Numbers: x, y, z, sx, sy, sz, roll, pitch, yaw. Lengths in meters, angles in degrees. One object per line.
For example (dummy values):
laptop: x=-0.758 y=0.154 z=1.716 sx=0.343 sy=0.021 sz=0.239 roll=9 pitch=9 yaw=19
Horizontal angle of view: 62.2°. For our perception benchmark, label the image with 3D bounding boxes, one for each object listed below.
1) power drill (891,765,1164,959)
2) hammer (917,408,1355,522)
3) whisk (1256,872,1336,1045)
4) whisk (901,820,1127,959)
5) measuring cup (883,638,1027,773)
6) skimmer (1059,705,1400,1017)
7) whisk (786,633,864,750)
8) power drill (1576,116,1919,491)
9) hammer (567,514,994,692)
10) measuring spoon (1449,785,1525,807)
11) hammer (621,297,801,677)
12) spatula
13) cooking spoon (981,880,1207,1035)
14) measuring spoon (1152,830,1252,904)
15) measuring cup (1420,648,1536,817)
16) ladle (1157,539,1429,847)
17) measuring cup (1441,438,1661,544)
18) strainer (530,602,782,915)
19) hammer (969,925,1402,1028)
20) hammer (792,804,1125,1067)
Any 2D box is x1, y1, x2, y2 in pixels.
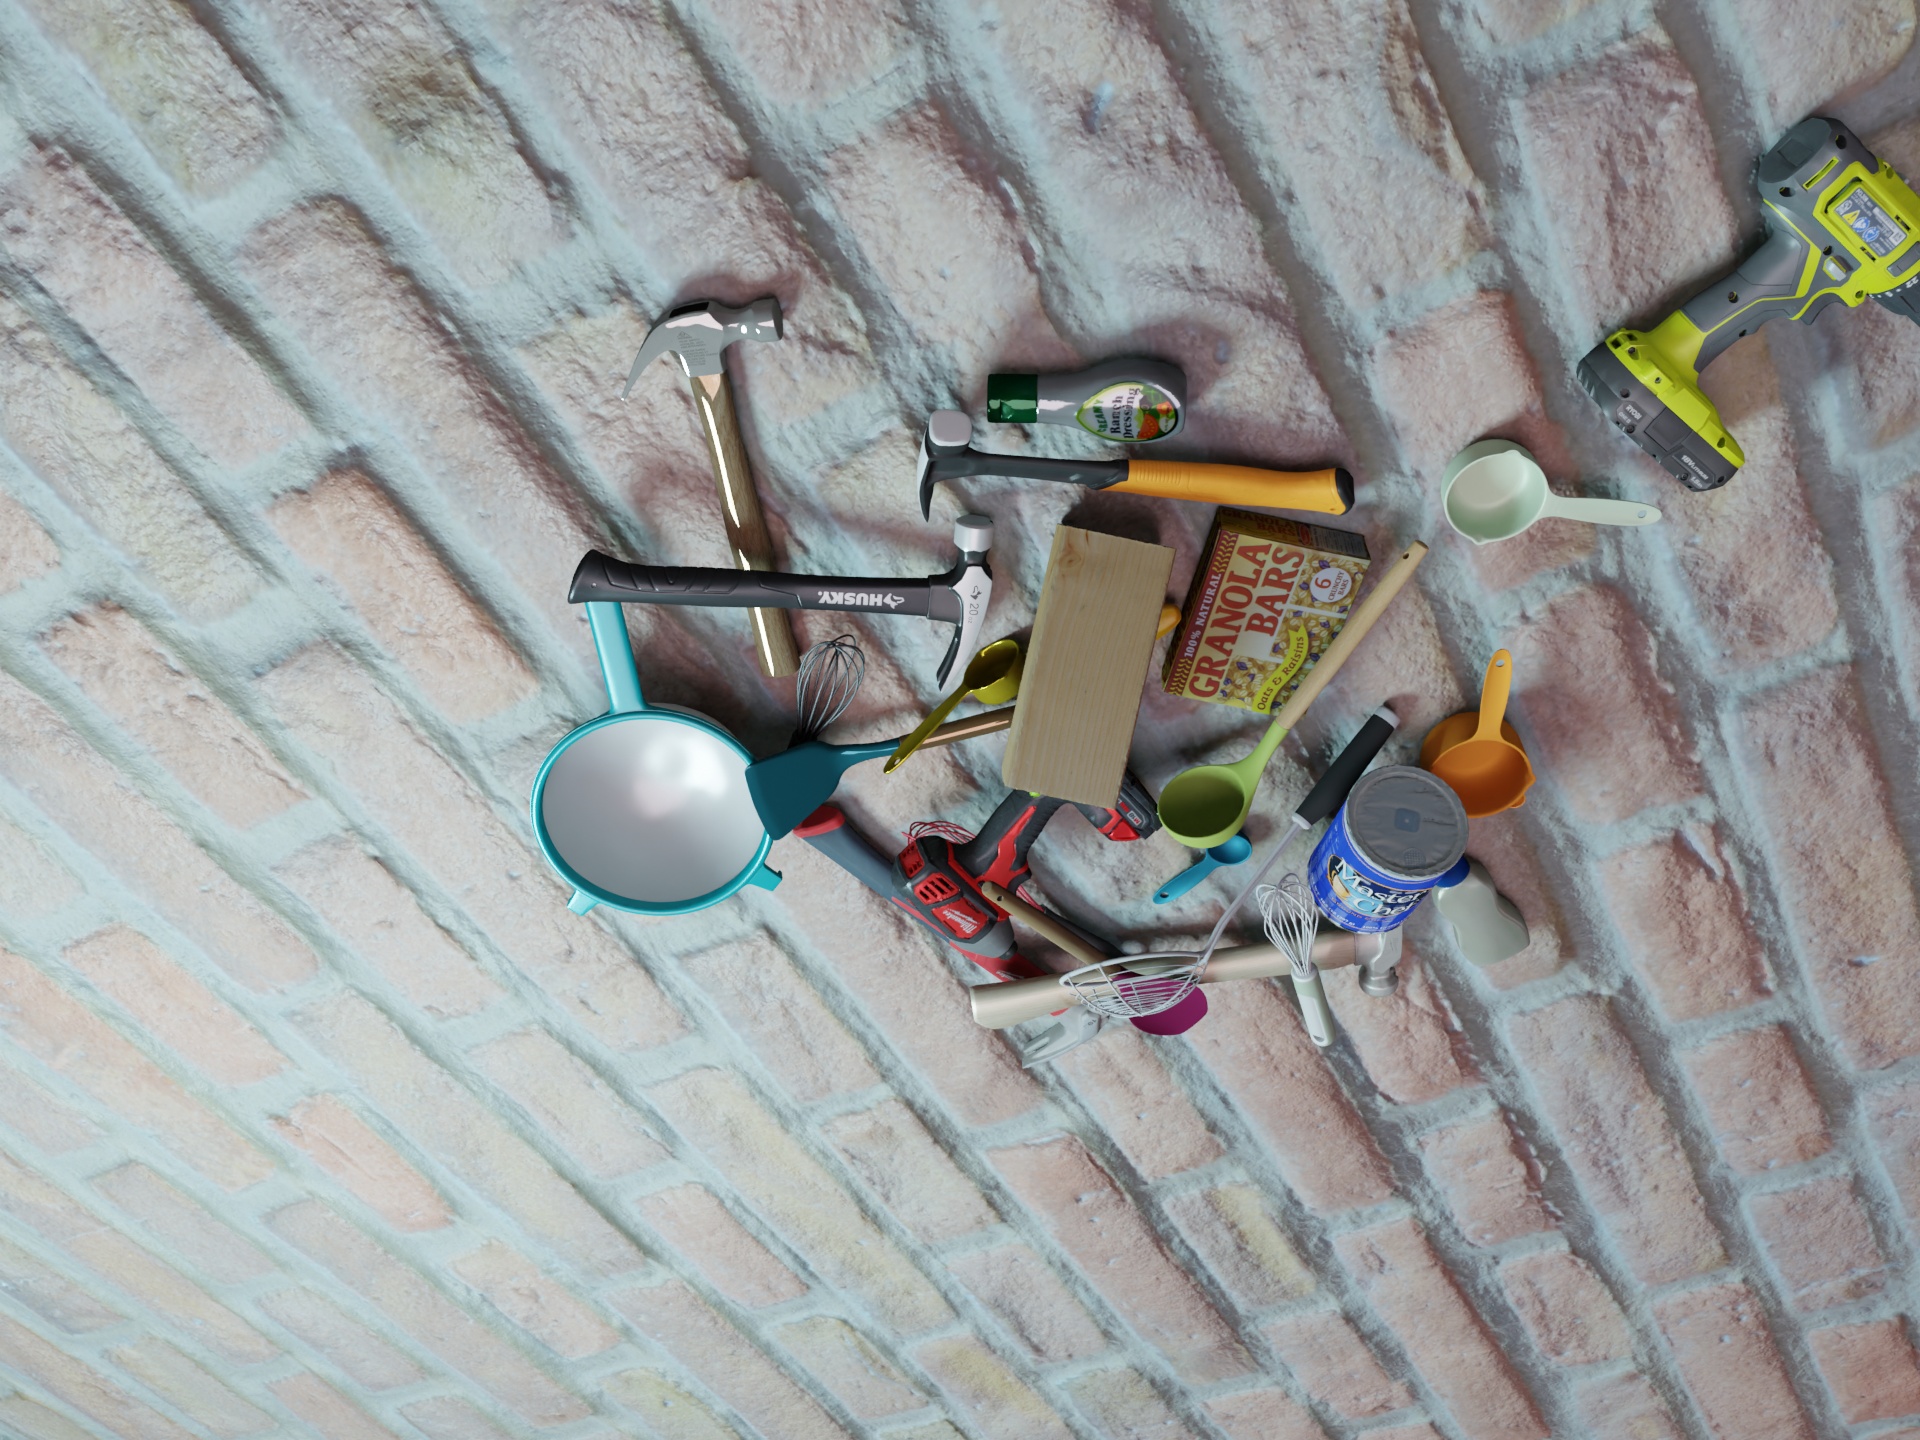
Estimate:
power drill: x=0.061 y=0.112 z=1.393 sx=0.219 sy=0.079 sz=0.143 roll=-40 pitch=117 yaw=6
hammer: x=0.135 y=-0.182 z=1.218 sx=0.337 sy=0.034 sz=0.127 roll=4 pitch=161 yaw=-6
whisk: x=0.314 y=0.226 z=1.461 sx=0.058 sy=0.059 sz=0.246 roll=13 pitch=143 yaw=35
whisk: x=0.059 y=0.176 z=1.499 sx=0.295 sy=0.073 sz=0.073 roll=33 pitch=123 yaw=-26
measuring cup: x=-0.002 y=-0.004 z=1.339 sx=0.156 sy=0.062 sz=0.029 roll=-45 pitch=121 yaw=1
skimmer: x=0.233 y=0.117 z=1.374 sx=0.363 sy=0.090 sz=0.127 roll=-51 pitch=155 yaw=0
whisk: x=-0.136 y=0.014 z=1.402 sx=0.055 sy=0.055 sz=0.238 roll=18 pitch=131 yaw=-9
power drill: x=0.572 y=-0.274 z=1.110 sx=0.190 sy=0.080 sz=0.228 roll=33 pitch=120 yaw=-19
hammer: x=-0.143 y=-0.099 z=1.274 sx=0.334 sy=0.035 sz=0.146 roll=2 pitch=117 yaw=-9
measuring spoon: x=0.443 y=0.065 z=1.418 sx=0.117 sy=0.011 sz=0.021 roll=4 pitch=127 yaw=6
hammer: x=-0.179 y=-0.173 z=1.269 sx=0.130 sy=0.031 sz=0.331 roll=-4 pitch=127 yaw=7
spatula: x=-0.025 y=0.022 z=1.370 sx=0.317 sy=0.044 sz=0.082 roll=-15 pitch=121 yaw=3
cooking spoon: x=0.123 y=0.215 z=1.430 sx=0.068 sy=0.017 sz=0.318 roll=-42 pitch=129 yaw=14
measuring spoon: x=0.222 y=0.135 z=1.486 sx=0.042 sy=0.021 sz=0.128 roll=31 pitch=132 yaw=-18
measuring cup: x=0.439 y=0.001 z=1.343 sx=0.095 sy=0.052 sz=0.173 roll=1 pitch=125 yaw=4
ladle: x=0.268 y=-0.019 z=1.289 sx=0.062 sy=0.078 sz=0.320 roll=14 pitch=123 yaw=-32
measuring cup: x=0.451 y=-0.174 z=1.219 sx=0.167 sy=0.038 sz=0.083 roll=6 pitch=127 yaw=-3
strainer: x=-0.275 y=0.007 z=1.381 sx=0.211 sy=0.095 sz=0.340 roll=-7 pitch=118 yaw=1
hammer: x=0.212 y=0.230 z=1.508 sx=0.410 sy=0.038 sz=0.146 roll=-9 pitch=127 yaw=2
hammer: x=-0.016 y=0.208 z=1.543 sx=0.386 sy=0.038 sz=0.143 roll=38 pitch=122 yaw=-22
